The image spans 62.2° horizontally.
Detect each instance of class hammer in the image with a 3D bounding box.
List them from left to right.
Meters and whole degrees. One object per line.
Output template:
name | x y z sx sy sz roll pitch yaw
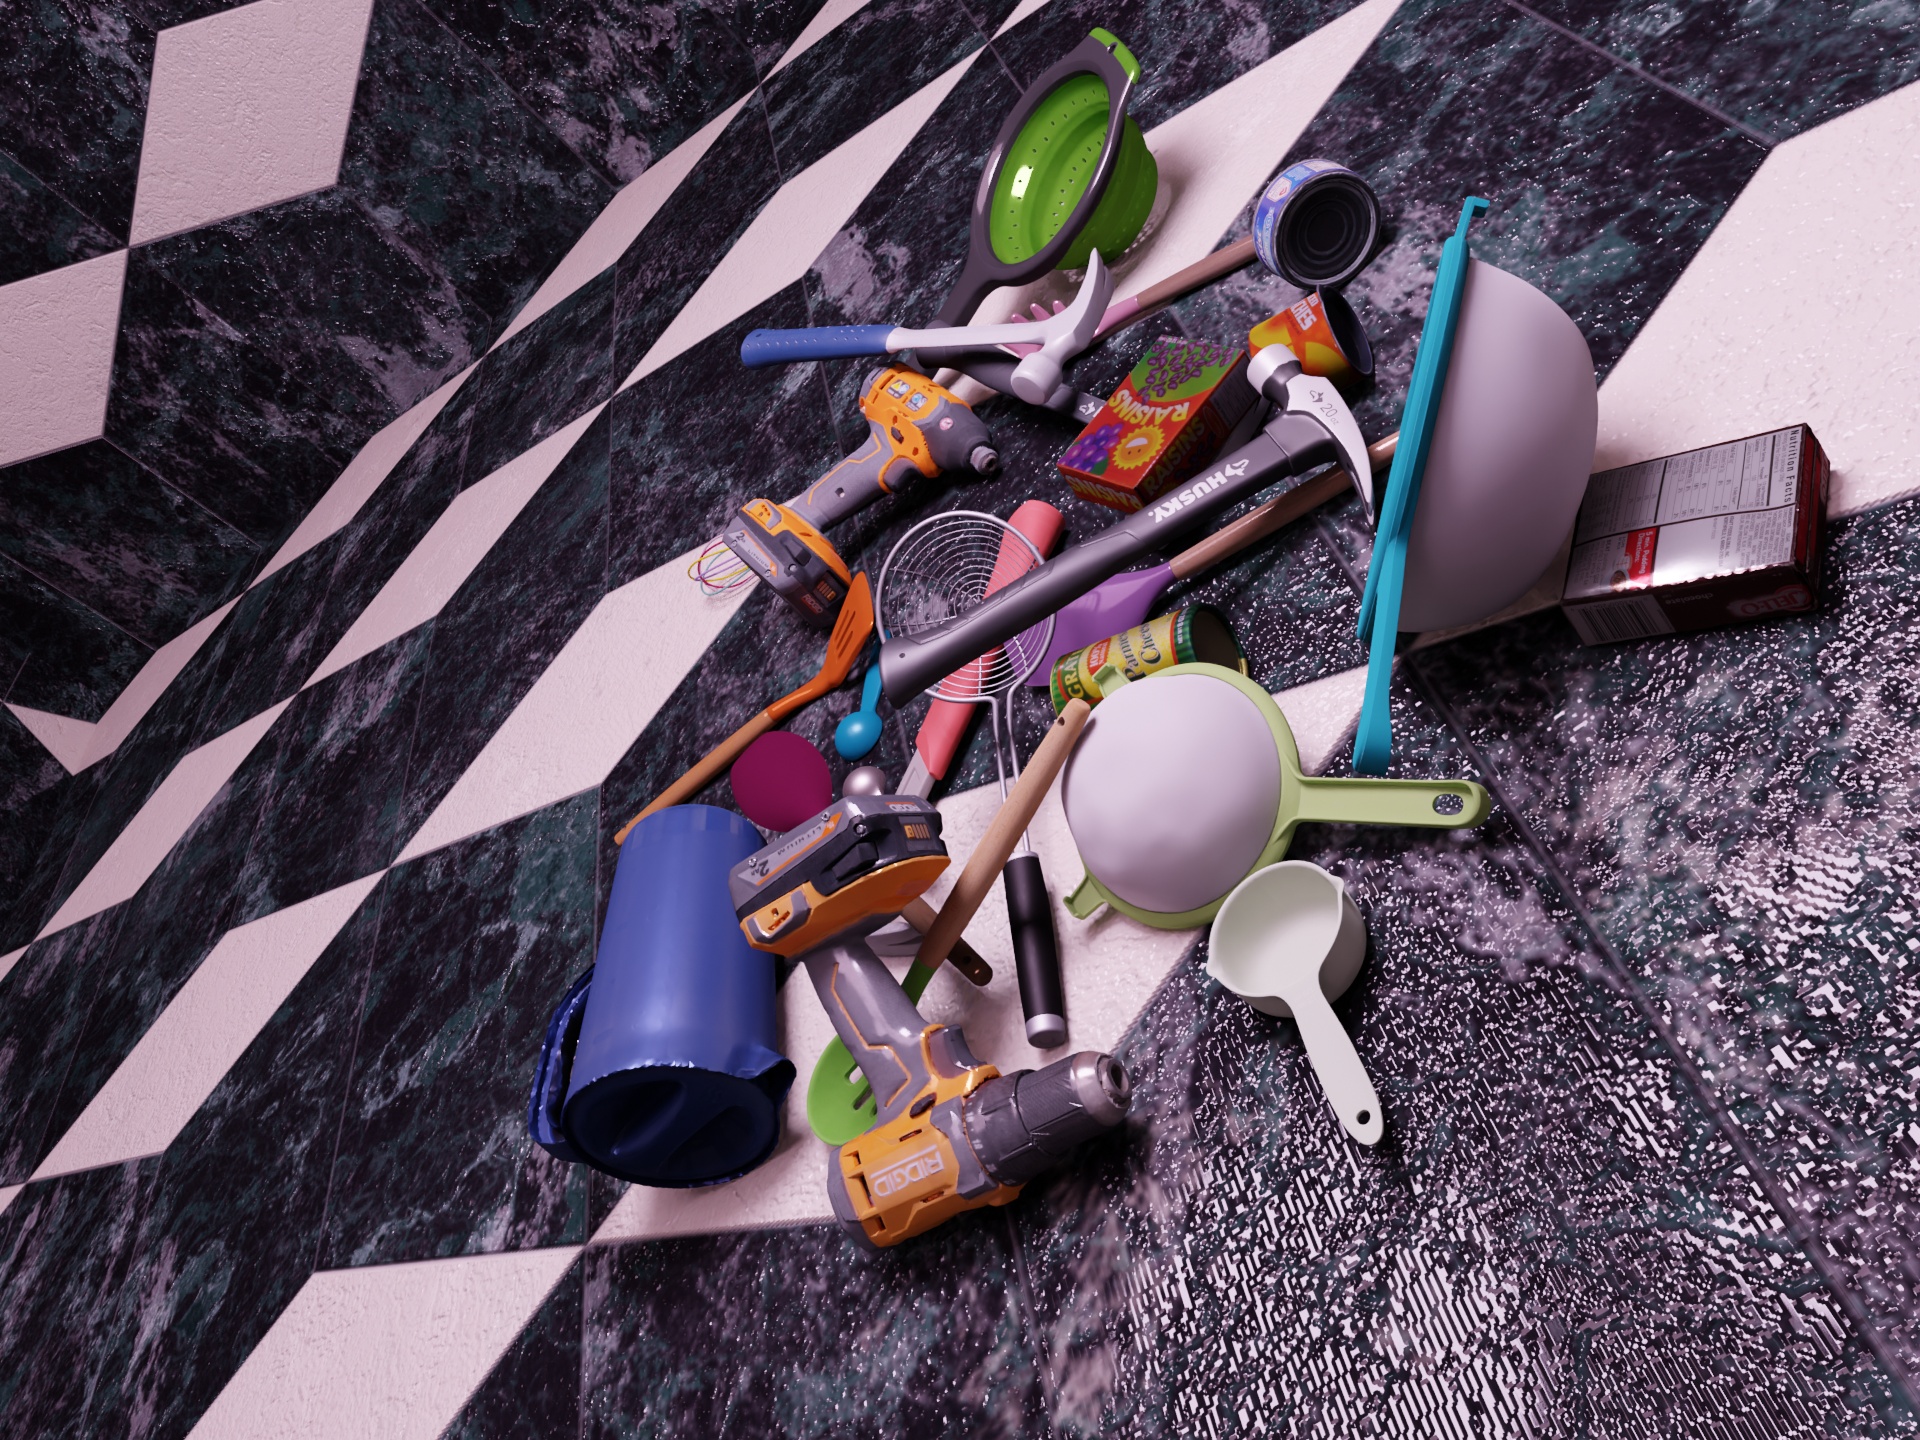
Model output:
hammer | -0.044 -0.324 1.341 0.406 0.035 0.144 10 58 45
hammer | -0.002 -0.004 1.113 0.149 0.036 0.359 -1 56 49
hammer | 0.078 -0.256 1.234 0.149 0.036 0.409 -48 40 -3
hammer | 0.097 -0.102 0.981 0.335 0.035 0.146 -31 55 1

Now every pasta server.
pasta server | 0.163 -0.349 1.270 0.316 0.040 0.060 -18 56 37

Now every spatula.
spatula | -0.178 0.004 1.310 0.322 0.041 0.081 -38 35 18
spatula | 0.162 -0.108 1.034 0.316 0.018 0.060 -30 72 24

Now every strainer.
strainer | 0.144 0.036 0.836 0.256 0.069 0.151 0 78 43
strainer | 0.255 -0.091 0.778 0.095 0.210 0.341 12 47 11

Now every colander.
colander | 0.060 -0.403 1.414 0.397 0.094 0.205 -54 37 27

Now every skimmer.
skimmer | 0.016 0.025 0.980 0.127 0.090 0.364 -23 47 19

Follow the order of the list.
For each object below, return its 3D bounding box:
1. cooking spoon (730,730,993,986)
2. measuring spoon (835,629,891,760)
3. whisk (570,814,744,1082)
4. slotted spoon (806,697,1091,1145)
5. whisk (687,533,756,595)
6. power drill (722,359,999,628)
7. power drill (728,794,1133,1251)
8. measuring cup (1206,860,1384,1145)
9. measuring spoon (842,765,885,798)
cooking spoon | -0.071 0.084 1.039 0.069 0.017 0.319 -46 42 -6
measuring spoon | -0.075 -0.026 1.234 0.042 0.021 0.129 -22 43 35
whisk | -0.220 0.186 1.167 0.070 0.070 0.285 -13 42 43
slotted spoon | -0.006 0.120 0.918 0.070 0.031 0.313 48 116 43
whisk | -0.159 -0.176 1.470 0.245 0.047 0.051 -24 39 29
power drill | -0.077 -0.190 1.344 0.226 0.084 0.164 -47 49 -3
power drill | -0.019 0.152 0.861 0.185 0.084 0.226 -32 71 29
measuring cup | 0.174 0.139 0.761 0.083 0.038 0.168 -38 36 17
measuring spoon | -0.051 0.062 1.057 0.034 0.018 0.124 -49 34 2
